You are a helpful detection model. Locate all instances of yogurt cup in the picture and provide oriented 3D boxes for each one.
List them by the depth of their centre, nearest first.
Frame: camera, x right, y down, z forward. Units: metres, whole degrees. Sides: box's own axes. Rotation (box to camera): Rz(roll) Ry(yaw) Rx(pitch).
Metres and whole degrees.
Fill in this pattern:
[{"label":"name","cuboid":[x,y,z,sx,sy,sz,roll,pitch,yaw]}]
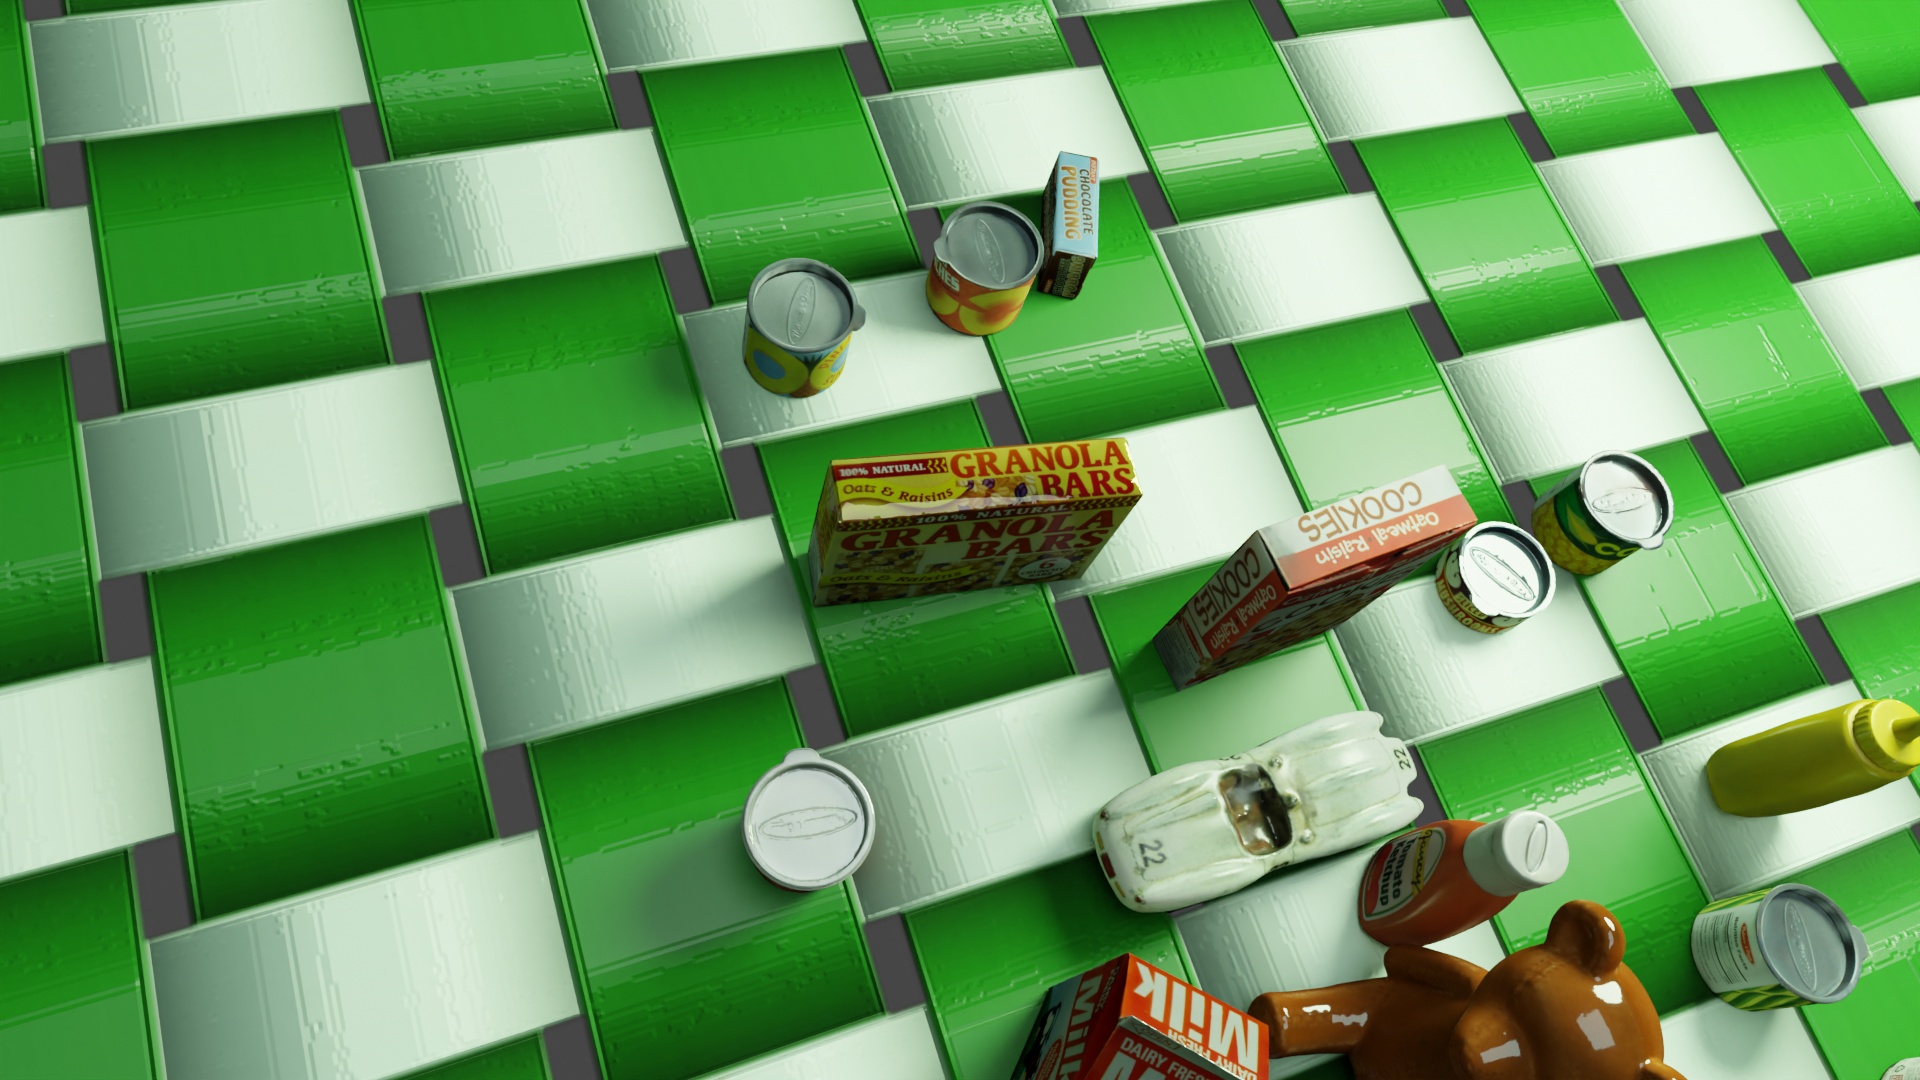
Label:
[{"label":"yogurt cup","cuboid":[-0.082,0.152,0.726,0.072,0.053,0.072,5,66,-10]}]

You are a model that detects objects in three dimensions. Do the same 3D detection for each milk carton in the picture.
[{"label":"milk carton","cuboid":[0.080,0.246,0.645,0.072,0.189,0.074,28,64,1]}]

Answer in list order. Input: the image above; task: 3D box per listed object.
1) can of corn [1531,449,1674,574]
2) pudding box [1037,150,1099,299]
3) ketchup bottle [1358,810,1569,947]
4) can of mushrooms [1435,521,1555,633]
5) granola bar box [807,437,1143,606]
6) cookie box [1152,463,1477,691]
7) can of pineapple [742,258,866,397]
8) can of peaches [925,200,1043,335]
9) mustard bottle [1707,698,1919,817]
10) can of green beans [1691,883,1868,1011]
[{"label":"can of corn","cuboid":[0.421,-0.015,0.911,0.071,0.058,0.071,5,66,-10]},{"label":"pudding box","cuboid":[0.072,-0.210,0.925,0.030,0.049,0.084,8,65,-9]},{"label":"ketchup bottle","cuboid":[0.266,0.178,0.740,0.043,0.148,0.065,26,64,0]},{"label":"can of mushrooms","cuboid":[0.340,0.026,0.888,0.071,0.033,0.071,5,66,-10]},{"label":"granola bar box","cuboid":[0.003,-0.010,0.779,0.166,0.123,0.039,-6,68,-15]},{"label":"cookie box","cuboid":[0.194,0.025,0.782,0.123,0.166,0.040,-19,72,-19]},{"label":"can of pineapple","cuboid":[-0.097,-0.128,0.846,0.071,0.057,0.071,5,66,-10]},{"label":"can of peaches","cuboid":[0.012,-0.173,0.891,0.071,0.057,0.071,5,66,-10]},{"label":"mustard bottle","cuboid":[0.512,0.125,0.812,0.065,0.159,0.049,0,67,-13]},{"label":"can of green beans","cuboid":[0.474,0.238,0.810,0.071,0.057,0.071,5,66,-10]}]
